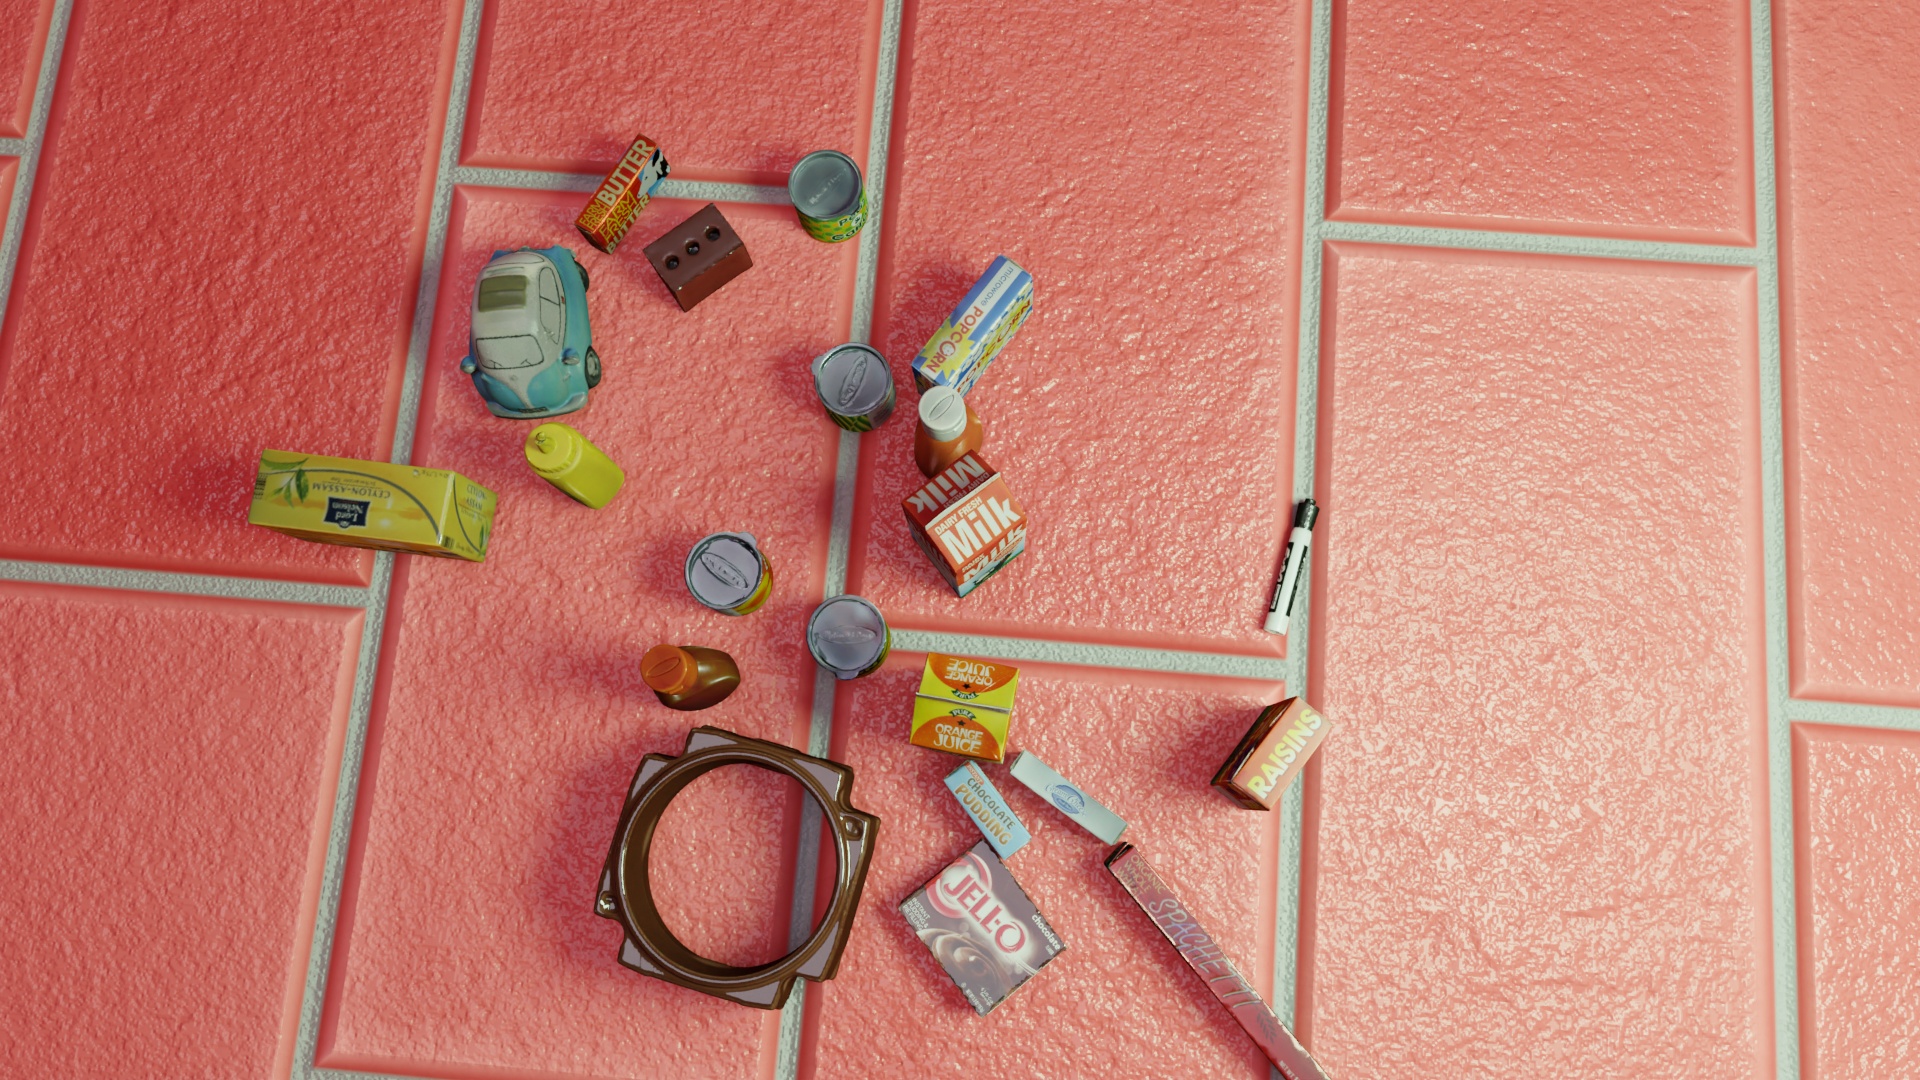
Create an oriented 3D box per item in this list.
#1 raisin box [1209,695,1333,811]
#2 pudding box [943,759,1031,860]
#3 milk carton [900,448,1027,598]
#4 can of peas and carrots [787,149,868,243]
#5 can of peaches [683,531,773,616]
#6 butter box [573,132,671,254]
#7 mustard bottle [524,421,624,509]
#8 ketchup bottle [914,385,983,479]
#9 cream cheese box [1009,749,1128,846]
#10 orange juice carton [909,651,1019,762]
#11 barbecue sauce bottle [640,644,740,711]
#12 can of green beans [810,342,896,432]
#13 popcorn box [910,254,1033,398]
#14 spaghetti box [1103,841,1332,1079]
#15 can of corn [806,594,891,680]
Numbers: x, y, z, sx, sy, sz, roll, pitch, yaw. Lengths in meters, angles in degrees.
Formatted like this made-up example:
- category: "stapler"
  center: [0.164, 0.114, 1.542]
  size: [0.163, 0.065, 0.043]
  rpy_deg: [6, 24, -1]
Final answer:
- category: "raisin box"
  center: [0.246, 0.171, 1.109]
  size: [0.040, 0.123, 0.086]
  rpy_deg: [38, 83, 8]
- category: "pudding box"
  center: [0.023, 0.221, 1.144]
  size: [0.030, 0.049, 0.084]
  rpy_deg: [-38, 80, -5]
- category: "milk carton"
  center: [0.004, -0.014, 1.118]
  size: [0.072, 0.190, 0.073]
  rpy_deg: [-37, 81, -5]
- category: "can of peas and carrots"
  center: [-0.115, -0.306, 1.245]
  size: [0.071, 0.058, 0.071]
  rpy_deg: [0, 79, 2]
- category: "can of peaches"
  center: [-0.195, 0.028, 1.184]
  size: [0.071, 0.058, 0.071]
  rpy_deg: [0, 79, 2]
- category: "butter box"
  center: [-0.304, -0.312, 1.255]
  size: [0.024, 0.053, 0.103]
  rpy_deg: [32, 82, 7]
- category: "mustard bottle"
  center: [-0.328, -0.067, 1.155]
  size: [0.065, 0.160, 0.049]
  rpy_deg: [35, 83, 8]
- category: "ketchup bottle"
  center: [-0.011, -0.090, 1.154]
  size: [0.043, 0.148, 0.065]
  rpy_deg: [43, 84, 8]
- category: "cream cheese box"
  center: [0.088, 0.211, 1.142]
  size: [0.104, 0.053, 0.024]
  rpy_deg: [35, 83, 8]
- category: "orange juice carton"
  center: [0.005, 0.132, 1.089]
  size: [0.072, 0.192, 0.073]
  rpy_deg: [11, 80, 4]
- category: "barbecue sauce bottle"
  center: [-0.222, 0.110, 1.123]
  size: [0.065, 0.148, 0.044]
  rpy_deg: [-26, 80, -3]
- category: "can of green beans"
  center: [-0.091, -0.133, 1.211]
  size: [0.071, 0.057, 0.071]
  rpy_deg: [0, 79, 2]
- category: "popcorn box"
  center: [0.012, -0.177, 1.202]
  size: [0.038, 0.085, 0.127]
  rpy_deg: [37, 83, 8]
- category: "spaghetti box"
  center: [0.206, 0.346, 1.114]
  size: [0.029, 0.050, 0.250]
  rpy_deg: [-40, 81, -5]
- category: "can of corn"
  center: [-0.093, 0.085, 1.170]
  size: [0.071, 0.058, 0.071]
  rpy_deg: [0, 79, 2]
